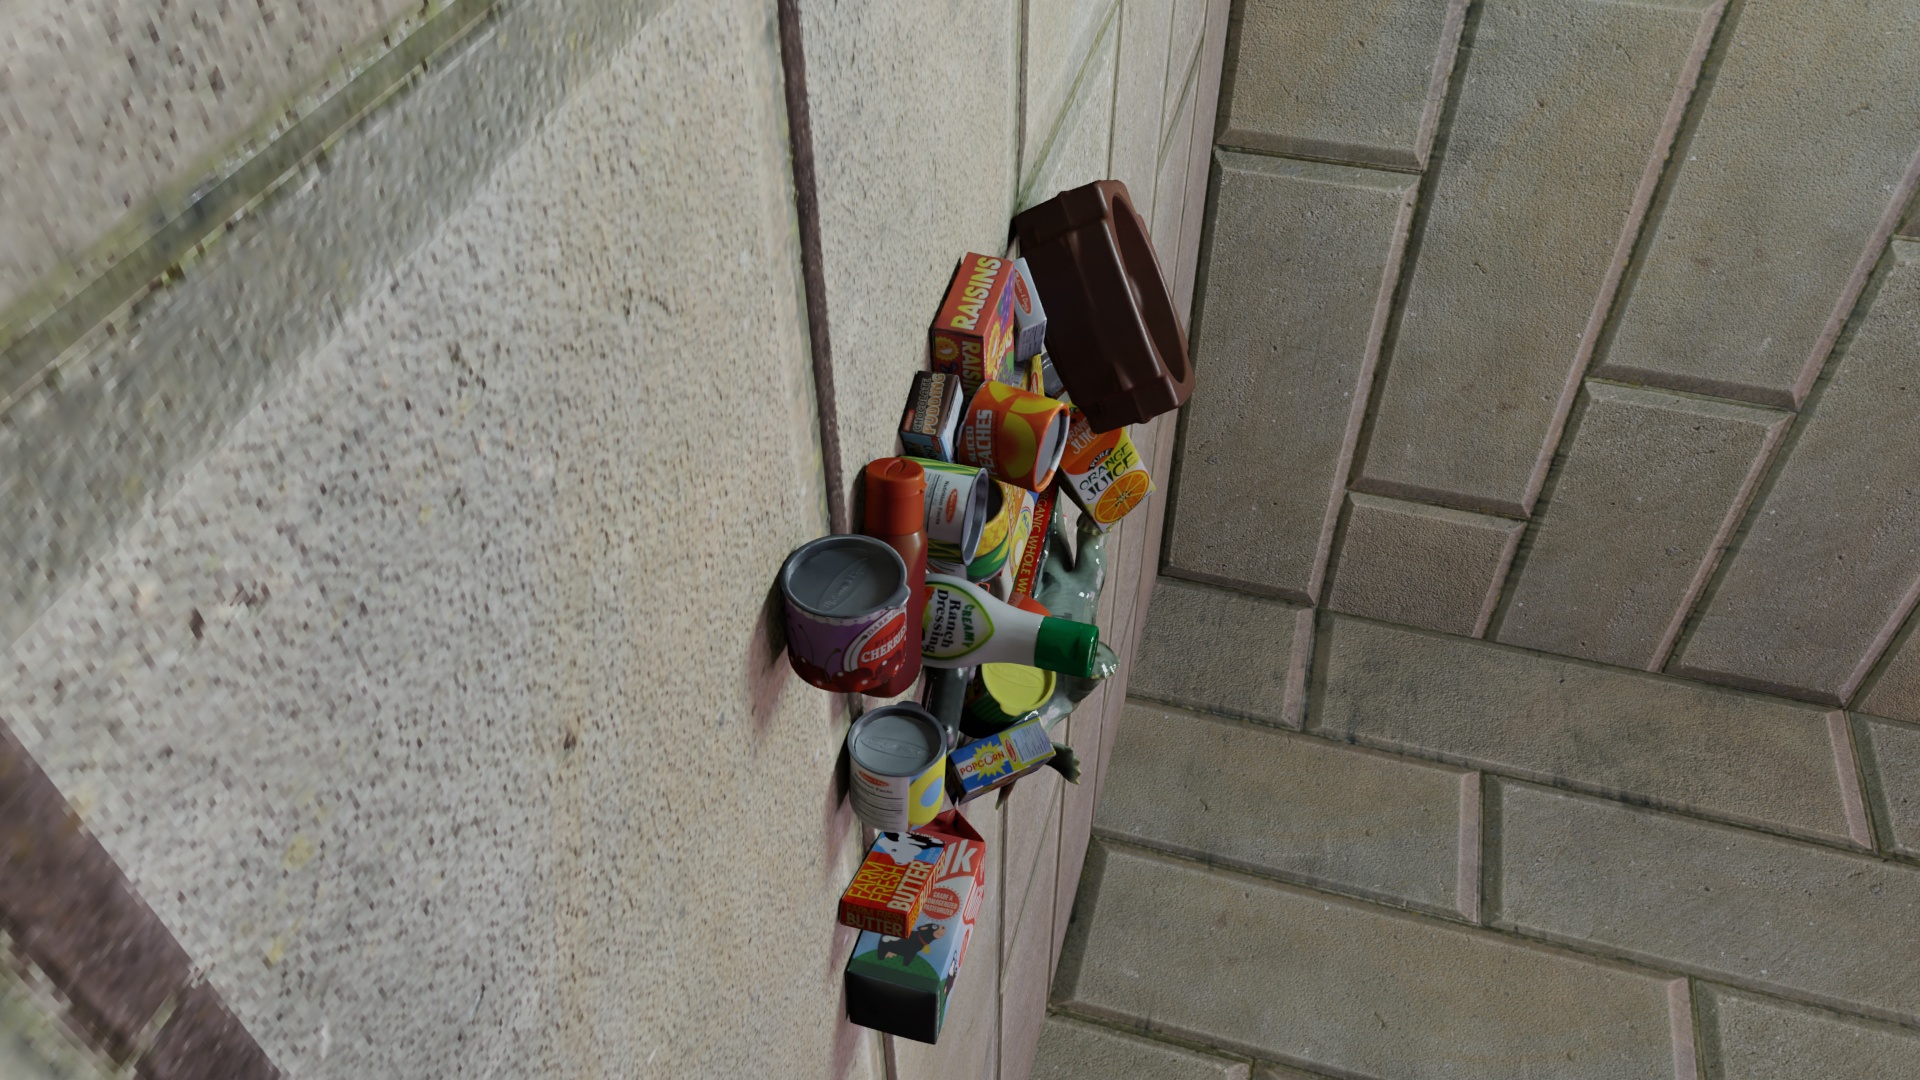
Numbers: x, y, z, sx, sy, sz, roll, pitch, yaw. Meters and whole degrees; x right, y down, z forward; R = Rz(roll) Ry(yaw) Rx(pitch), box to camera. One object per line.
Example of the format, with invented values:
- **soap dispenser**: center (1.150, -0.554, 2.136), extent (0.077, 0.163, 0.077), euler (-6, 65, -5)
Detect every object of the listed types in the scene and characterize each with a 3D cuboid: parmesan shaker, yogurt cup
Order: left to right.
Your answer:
- **parmesan shaker**: center (0.031, 0.130, 1.191), extent (0.102, 0.071, 0.071), euler (132, -22, -60)
- **yogurt cup**: center (0.047, 0.083, 1.239), extent (0.054, 0.072, 0.072), euler (-56, 158, -28)

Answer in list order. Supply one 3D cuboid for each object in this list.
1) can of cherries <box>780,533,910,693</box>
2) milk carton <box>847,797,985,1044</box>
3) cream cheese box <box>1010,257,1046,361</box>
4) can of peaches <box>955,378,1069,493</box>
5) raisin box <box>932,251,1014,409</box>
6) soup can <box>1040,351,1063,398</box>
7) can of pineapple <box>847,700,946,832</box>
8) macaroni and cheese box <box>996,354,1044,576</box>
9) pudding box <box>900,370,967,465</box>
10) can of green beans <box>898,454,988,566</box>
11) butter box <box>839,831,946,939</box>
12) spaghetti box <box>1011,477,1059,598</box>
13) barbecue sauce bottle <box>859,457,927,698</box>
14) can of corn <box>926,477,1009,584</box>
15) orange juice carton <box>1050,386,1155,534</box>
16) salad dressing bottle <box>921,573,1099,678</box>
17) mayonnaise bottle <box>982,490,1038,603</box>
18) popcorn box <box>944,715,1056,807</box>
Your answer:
- **can of cherries**: center (-0.060, 0.040, 0.744), extent (0.072, 0.071, 0.058), euler (-66, 163, -48)
- **milk carton**: center (-0.027, 0.302, 1.134), extent (0.192, 0.073, 0.072), euler (-65, 162, -50)
- **cream cheese box**: center (0.046, -0.177, 1.076), extent (0.103, 0.024, 0.053), euler (78, -7, -84)
- **can of peaches**: center (0.036, -0.071, 0.957), extent (0.071, 0.058, 0.071), euler (18, 91, -74)
- **raisin box**: center (0.011, -0.132, 1.004), extent (0.122, 0.040, 0.086), euler (89, 17, -50)
- **soup can**: center (0.106, -0.139, 1.395), extent (0.083, 0.071, 0.072), euler (87, 18, -53)
- **can of pineapple**: center (-0.042, 0.154, 0.942), extent (0.071, 0.071, 0.057), euler (-65, 163, -50)
- **macaroni and cheese box**: center (0.033, -0.071, 1.158), extent (0.123, 0.040, 0.167), euler (77, 26, -60)
- **pudding box**: center (-0.016, -0.075, 0.951), extent (0.083, 0.030, 0.050), euler (72, 30, -67)
- **can of green beans**: center (-0.017, -0.020, 0.924), extent (0.071, 0.058, 0.071), euler (9, 92, -78)
- **butter box**: center (-0.049, 0.255, 1.037), extent (0.104, 0.053, 0.024), euler (-52, 149, -66)
- **spaghetti box**: center (0.043, 0.053, 1.301), extent (0.028, 0.050, 0.251), euler (78, 26, -68)
- **barbecue sauce bottle**: center (-0.044, 0.022, 0.873), extent (0.065, 0.044, 0.147), euler (-58, 155, -61)
- **can of corn**: center (0.004, -0.013, 1.007), extent (0.058, 0.071, 0.071), euler (86, 18, -49)
- **orange juice carton**: center (0.119, -0.088, 1.331), extent (0.072, 0.073, 0.192), euler (-41, 148, 0)
- **salad dressing bottle**: center (0.019, 0.062, 0.950), extent (0.044, 0.148, 0.064), euler (28, 73, -78)
- **mayonnaise bottle**: center (0.041, -0.011, 1.251), extent (0.064, 0.041, 0.149), euler (78, 25, -43)
- **popcorn box**: center (0.030, 0.195, 1.217), extent (0.126, 0.085, 0.038), euler (107, -40, -73)
